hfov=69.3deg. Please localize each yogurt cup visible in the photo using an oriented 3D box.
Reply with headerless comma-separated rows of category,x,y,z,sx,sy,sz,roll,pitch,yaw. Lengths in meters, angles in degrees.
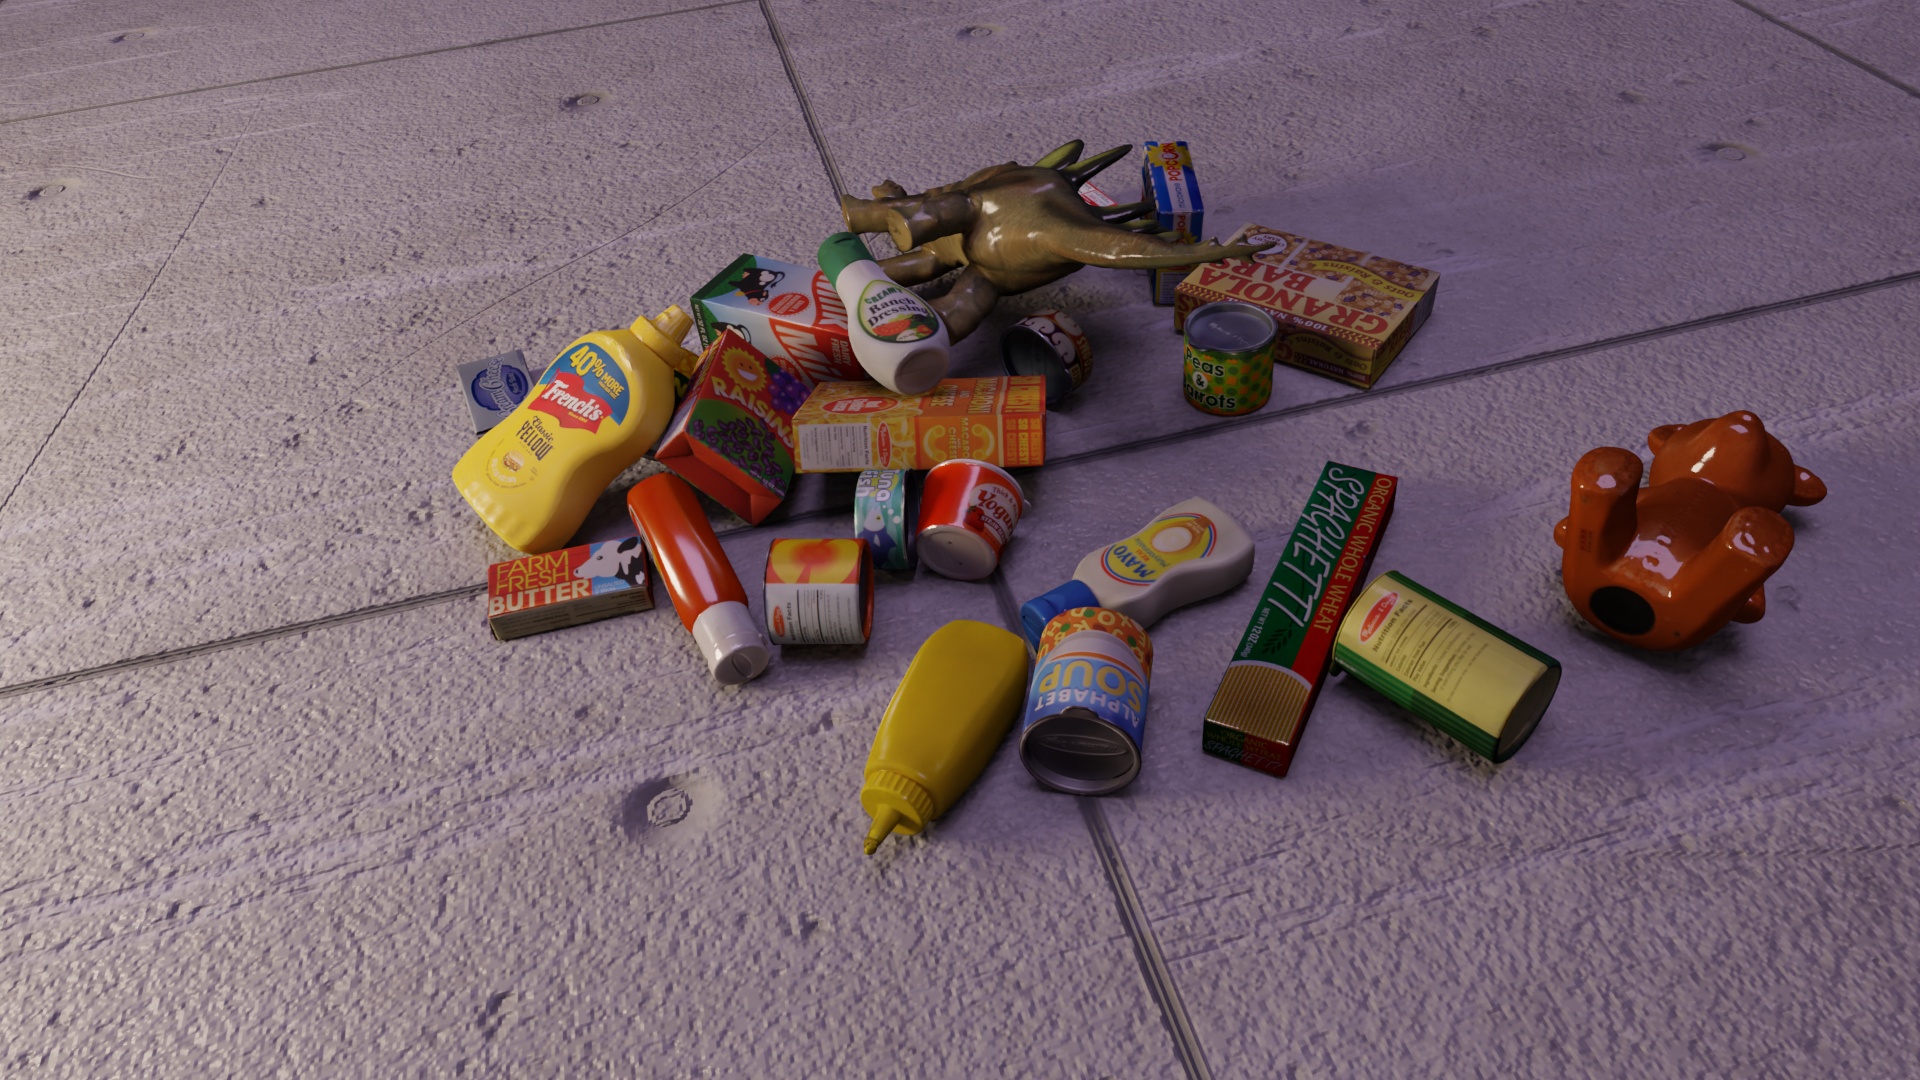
yogurt cup,0.003,-0.011,0.894,0.072,0.072,0.054,7,51,14

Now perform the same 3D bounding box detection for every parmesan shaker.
parmesan shaker,0.268,0.072,0.771,0.071,0.071,0.103,-33,49,-28

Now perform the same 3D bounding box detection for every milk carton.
milk carton,-0.104,-0.156,1.062,0.191,0.072,0.074,17,47,23

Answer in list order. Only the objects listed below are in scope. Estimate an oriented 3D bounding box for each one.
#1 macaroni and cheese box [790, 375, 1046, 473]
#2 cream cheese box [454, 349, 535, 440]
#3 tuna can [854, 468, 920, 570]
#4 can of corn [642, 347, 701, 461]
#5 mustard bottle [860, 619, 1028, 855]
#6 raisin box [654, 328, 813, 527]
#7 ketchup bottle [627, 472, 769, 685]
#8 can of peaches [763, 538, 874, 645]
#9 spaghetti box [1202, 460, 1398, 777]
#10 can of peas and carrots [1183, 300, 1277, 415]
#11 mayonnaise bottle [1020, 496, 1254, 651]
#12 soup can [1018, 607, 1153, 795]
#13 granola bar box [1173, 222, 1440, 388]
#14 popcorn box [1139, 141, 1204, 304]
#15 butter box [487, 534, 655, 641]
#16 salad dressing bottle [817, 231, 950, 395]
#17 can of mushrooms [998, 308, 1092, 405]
macaroni and cheese box,-0.024,-0.082,0.964,0.166,0.040,0.124,-1,18,4
cream cheese box,-0.353,-0.108,1.071,0.053,0.024,0.104,-20,43,-15
tuna can,-0.047,-0.015,0.897,0.033,0.070,0.071,-1,41,7
can of corn,-0.214,-0.101,1.016,0.071,0.070,0.058,6,42,13
mustard bottle,-0.016,0.112,0.766,0.065,0.048,0.161,15,46,22
raisin box,-0.154,-0.081,0.974,0.086,0.040,0.124,35,38,-22
ketchup bottle,-0.163,0.025,0.874,0.043,0.064,0.149,-30,53,-6
can of peaches,-0.085,0.030,0.854,0.058,0.071,0.071,0,41,5
spaghetti box,0.211,0.037,0.841,0.050,0.028,0.251,16,46,22
can of peas and carrots,0.194,-0.132,1.013,0.071,0.058,0.071,-4,42,3
mayonnaise bottle,0.108,0.025,0.857,0.148,0.041,0.065,-25,47,-22
soup can,0.071,0.086,0.769,0.071,0.071,0.084,4,42,11
granola bar box,0.268,-0.186,1.081,0.166,0.038,0.125,23,48,28
popcorn box,0.173,-0.263,1.144,0.038,0.084,0.127,-2,41,2
butter box,-0.254,0.030,0.903,0.104,0.024,0.053,-12,42,-7
salad dressing bottle,-0.058,-0.163,0.978,0.064,0.043,0.148,-18,50,-19
can of mushrooms,0.065,-0.135,1.025,0.071,0.070,0.033,29,51,33
